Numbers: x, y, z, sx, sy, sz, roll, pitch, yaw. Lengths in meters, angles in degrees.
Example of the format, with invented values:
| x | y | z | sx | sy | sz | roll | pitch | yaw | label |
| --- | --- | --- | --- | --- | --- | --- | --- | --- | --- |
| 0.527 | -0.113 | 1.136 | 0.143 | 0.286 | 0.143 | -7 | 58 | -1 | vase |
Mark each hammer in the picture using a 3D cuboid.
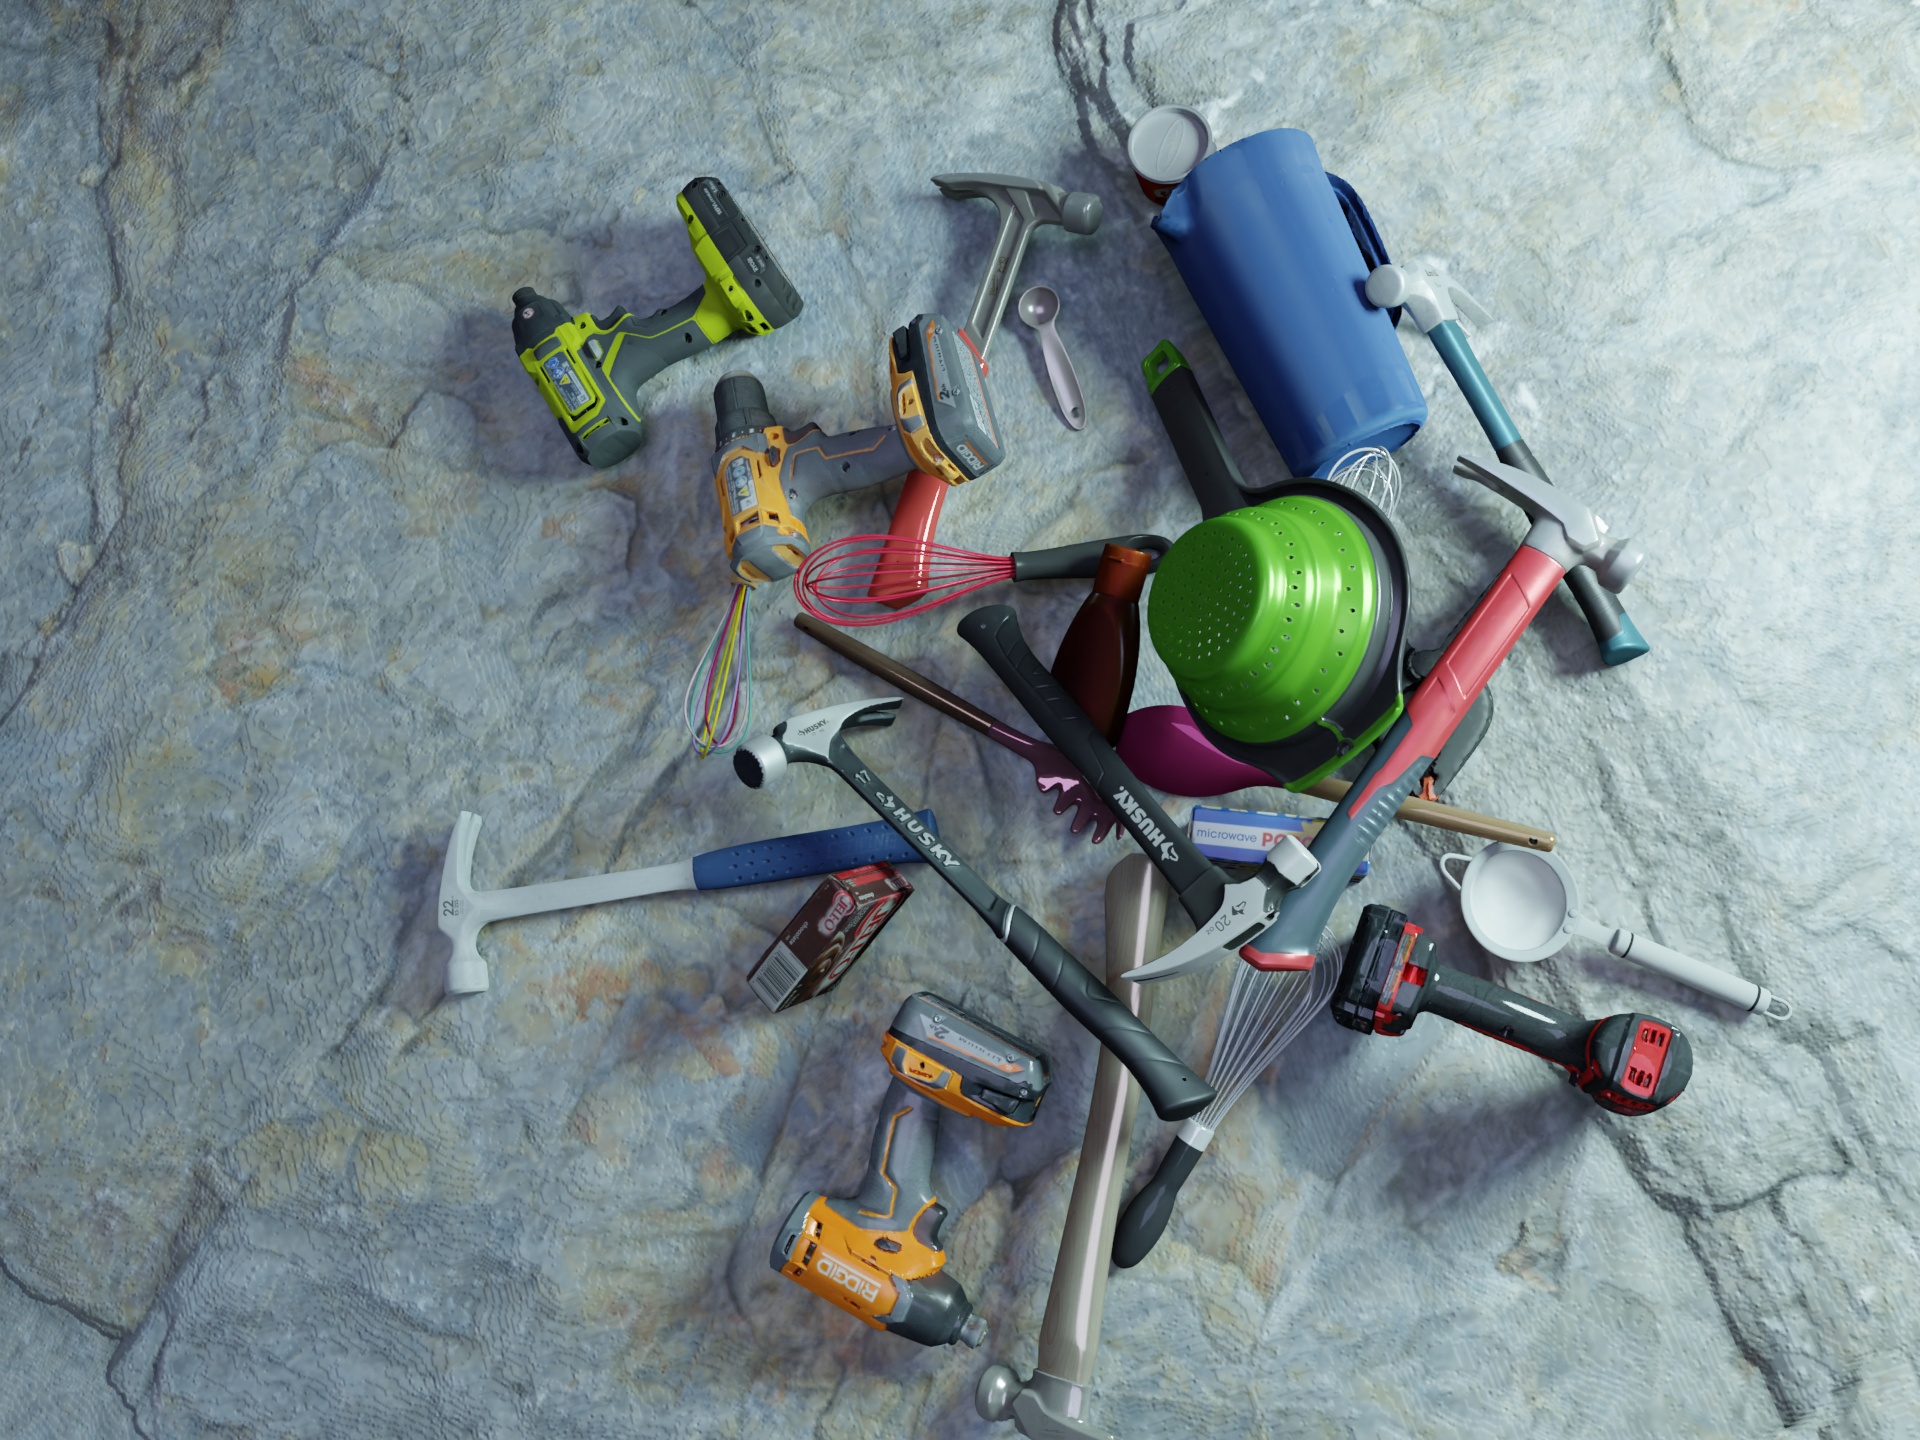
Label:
| x | y | z | sx | sy | sz | roll | pitch | yaw | label |
| --- | --- | --- | --- | --- | --- | --- | --- | --- | --- |
| 0.298 | 0.001 | 1.081 | 0.143 | 0.038 | 0.386 | 35 | 85 | 16 | hammer |
| 0.095 | 0.035 | 1.127 | 0.146 | 0.035 | 0.335 | -45 | 57 | 10 | hammer |
| -0.010 | -0.264 | 1.269 | 0.149 | 0.036 | 0.359 | 17 | 85 | 26 | hammer |
| -0.217 | 0.115 | 1.241 | 0.405 | 0.035 | 0.144 | -10 | 78 | 8 | hammer |
| 0.023 | 0.130 | 1.137 | 0.409 | 0.149 | 0.036 | 43 | 134 | 18 | hammer |
| 0.405 | -0.188 | 1.157 | 0.033 | 0.128 | 0.331 | -32 | 83 | 39 | hammer |
| 0.111 | 0.298 | 1.123 | 0.146 | 0.038 | 0.411 | 1 | 75 | 39 | hammer |

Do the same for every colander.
| x | y | z | sx | sy | sz | roll | pitch | yaw | label |
| --- | --- | --- | --- | --- | --- | --- | --- | --- | --- |
| 0.176 | -0.140 | 1.129 | 0.204 | 0.094 | 0.398 | -45 | 48 | 35 | colander |

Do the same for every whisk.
| x | y | z | sx | sy | sz | roll | pitch | yaw | label |
| --- | --- | --- | --- | --- | --- | --- | --- | --- | --- |
| 0.021 | -0.115 | 1.206 | 0.296 | 0.073 | 0.073 | -6 | 78 | -8 | whisk |
| 0.262 | -0.082 | 1.161 | 0.057 | 0.059 | 0.246 | 15 | 101 | -18 | whisk |
| -0.176 | -0.087 | 1.270 | 0.051 | 0.047 | 0.245 | 8 | 78 | 13 | whisk |
| 0.184 | 0.266 | 1.130 | 0.070 | 0.070 | 0.284 | 30 | 91 | 14 | whisk |

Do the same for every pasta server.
| x | y | z | sx | sy | sz | roll | pitch | yaw | label |
| --- | --- | --- | --- | --- | --- | --- | --- | --- | --- |
| -0.002 | -0.004 | 1.223 | 0.316 | 0.040 | 0.060 | 30 | 128 | 16 | pasta server |

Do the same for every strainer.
| x | y | z | sx | sy | sz | roll | pitch | yaw | label |
| --- | --- | --- | --- | --- | --- | --- | --- | --- | --- |
| 0.452 | 0.153 | 1.110 | 0.258 | 0.050 | 0.087 | 23 | 77 | 8 | strainer |

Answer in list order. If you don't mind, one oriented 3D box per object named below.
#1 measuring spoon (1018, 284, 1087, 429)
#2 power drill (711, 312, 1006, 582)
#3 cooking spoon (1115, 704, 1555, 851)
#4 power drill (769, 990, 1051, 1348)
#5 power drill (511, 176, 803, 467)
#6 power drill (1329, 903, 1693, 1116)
| x | y | z | sx | sy | sz | roll | pitch | yaw | label |
| --- | --- | --- | --- | --- | --- | --- | --- | --- | --- |
| 0.079 | -0.290 | 1.278 | 0.034 | 0.018 | 0.124 | -20 | 83 | 17 | measuring spoon |
| -0.093 | -0.227 | 1.228 | 0.226 | 0.084 | 0.186 | -23 | 62 | 18 | power drill |
| 0.263 | 0.048 | 1.148 | 0.319 | 0.017 | 0.068 | 14 | 107 | 20 | cooking spoon |
| -0.019 | 0.329 | 1.143 | 0.164 | 0.084 | 0.226 | 26 | 89 | 14 | power drill |
| -0.259 | -0.338 | 1.317 | 0.223 | 0.080 | 0.171 | -34 | 75 | 6 | power drill |
| 0.368 | 0.203 | 1.070 | 0.220 | 0.143 | 0.078 | 19 | 80 | 20 | power drill |
